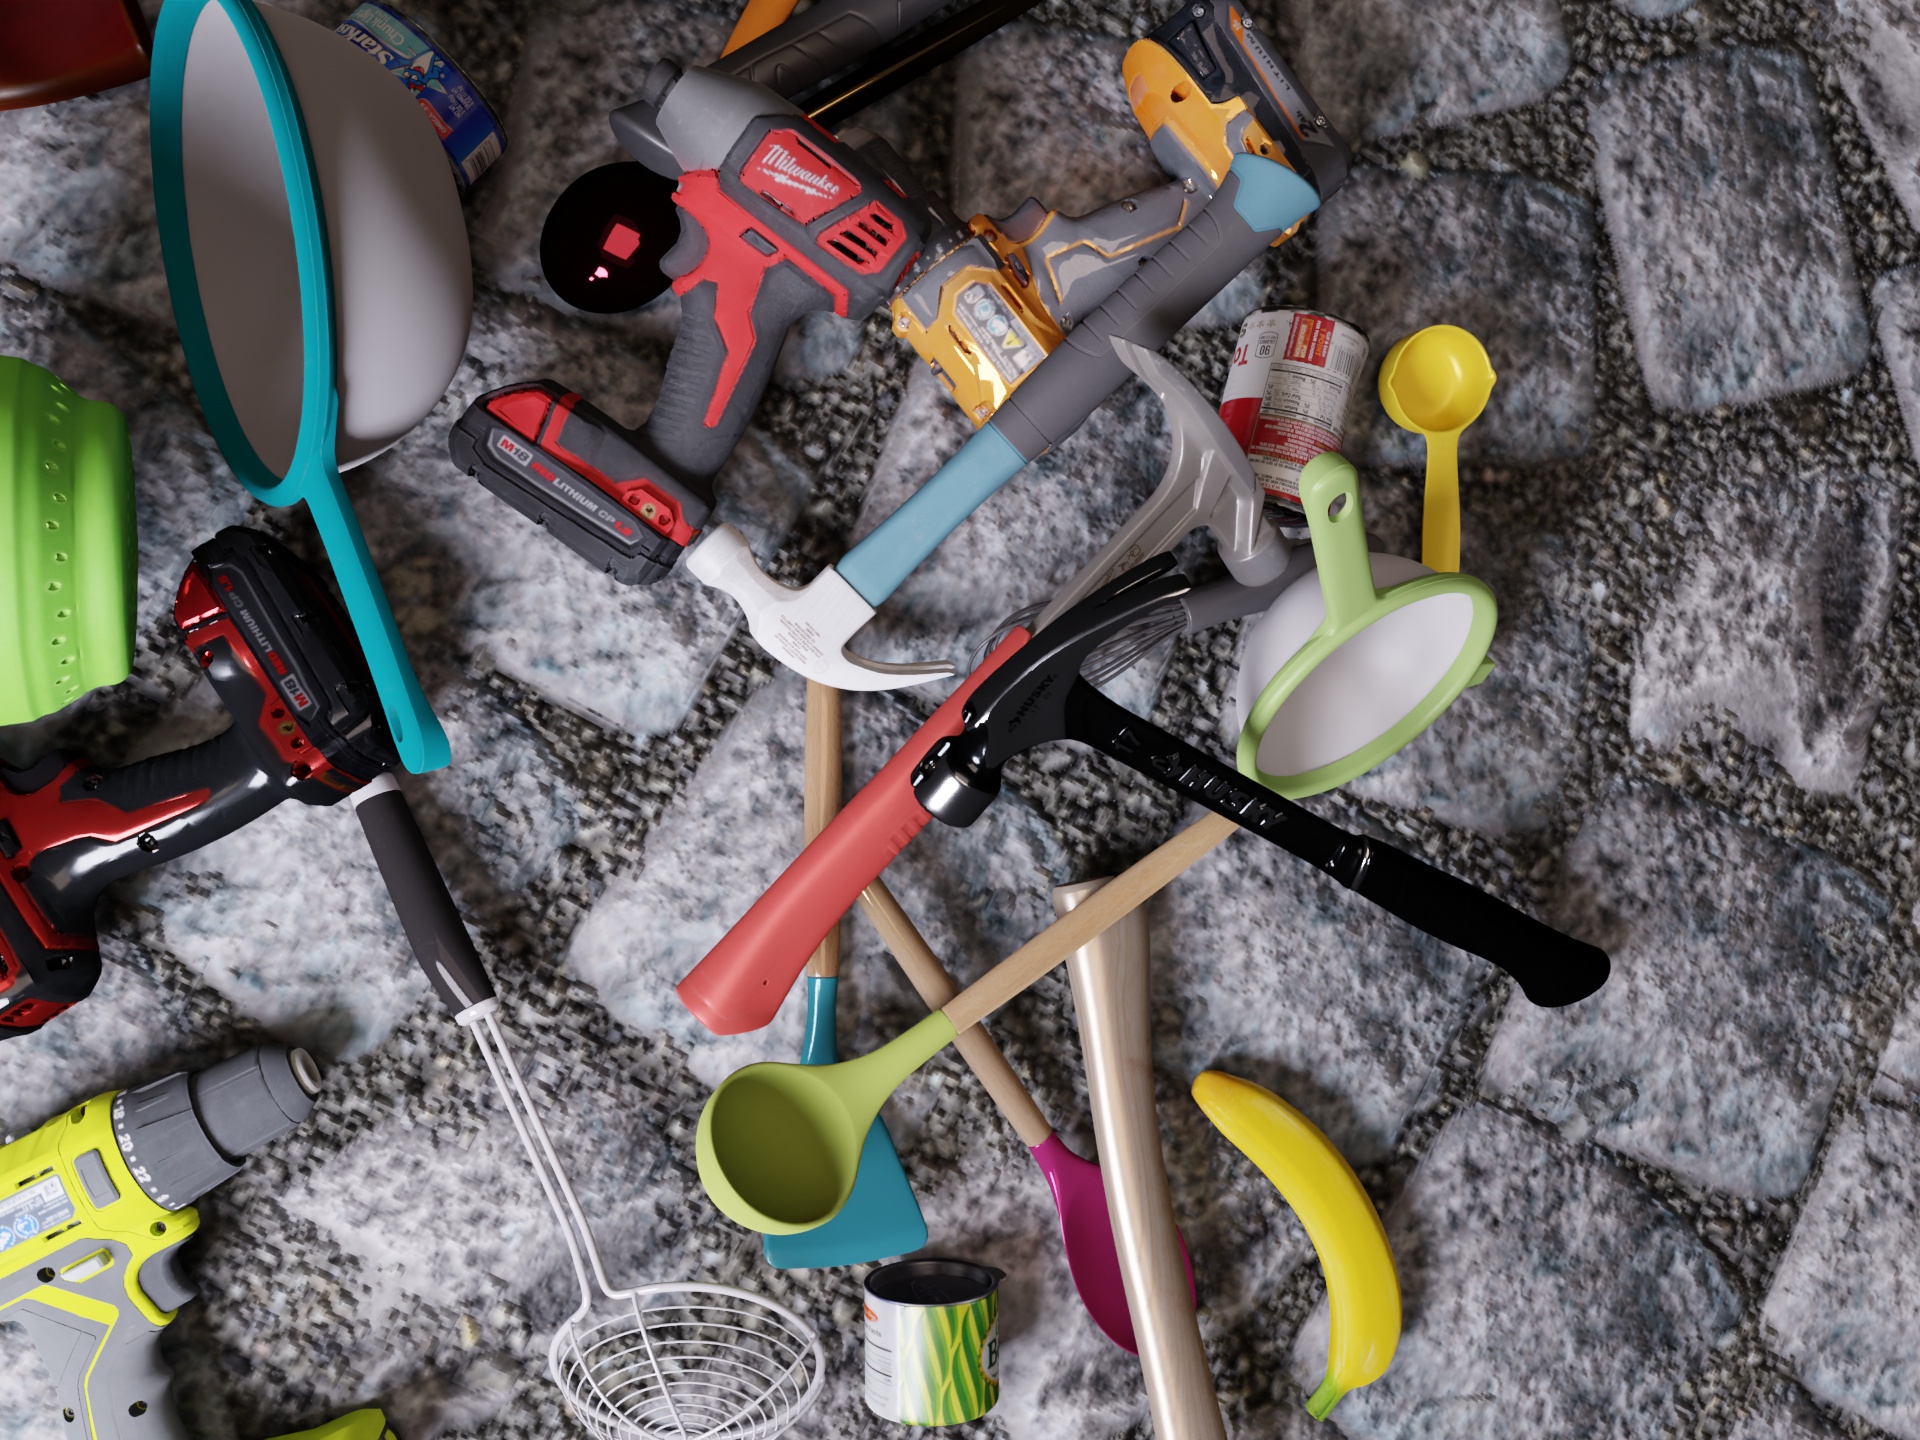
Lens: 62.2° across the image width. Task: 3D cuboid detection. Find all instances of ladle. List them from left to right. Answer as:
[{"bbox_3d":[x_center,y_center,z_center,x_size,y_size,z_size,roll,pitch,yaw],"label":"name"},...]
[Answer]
[{"bbox_3d":[-0.072,-0.302,0.797,0.315,0.031,0.069,-35,93,-11],"label":"ladle"},{"bbox_3d":[0.018,0.125,0.746,0.320,0.062,0.078,-34,82,-14],"label":"ladle"}]

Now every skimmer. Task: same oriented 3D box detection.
[{"bbox_3d":[-0.188,0.188,0.758,0.127,0.090,0.363,-30,82,18],"label":"skimmer"}]

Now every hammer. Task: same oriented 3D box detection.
[{"bbox_3d":[-0.025,-0.366,0.785,0.335,0.035,0.146,-35,88,-13],"label":"hammer"},{"bbox_3d":[-0.001,-0.002,0.729,0.359,0.037,0.149,-46,127,-3],"label":"hammer"},{"bbox_3d":[0.032,-0.142,0.749,0.331,0.033,0.128,-43,101,7],"label":"hammer"},{"bbox_3d":[0.091,0.283,0.784,0.146,0.038,0.411,-9,86,-32],"label":"hammer"},{"bbox_3d":[0.179,0.057,0.760,0.408,0.036,0.149,26,116,-29],"label":"hammer"}]

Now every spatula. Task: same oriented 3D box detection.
[{"bbox_3d":[-0.062,0.100,0.780,0.082,0.044,0.317,0,87,-23],"label":"spatula"}]

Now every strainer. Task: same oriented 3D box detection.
[{"bbox_3d":[-0.243,-0.144,0.667,0.095,0.211,0.340,-16,78,-36],"label":"strainer"},{"bbox_3d":[0.172,-0.058,0.755,0.151,0.256,0.069,-33,56,-1],"label":"strainer"}]

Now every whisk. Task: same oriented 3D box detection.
[{"bbox_3d":[0.114,-0.058,0.816,0.239,0.055,0.055,-19,92,-15],"label":"whisk"}]

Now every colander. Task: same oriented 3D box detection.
[{"bbox_3d":[-0.384,-0.145,0.636,0.094,0.204,0.397,-1,70,-26],"label":"colander"}]

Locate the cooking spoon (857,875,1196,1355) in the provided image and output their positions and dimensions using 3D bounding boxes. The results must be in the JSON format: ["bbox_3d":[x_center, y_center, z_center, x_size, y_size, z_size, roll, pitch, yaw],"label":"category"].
[{"bbox_3d":[0.026,0.188,0.793,0.069,0.017,0.318,-39,102,-30],"label":"cooking spoon"}]

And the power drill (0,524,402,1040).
[{"bbox_3d":[-0.382,0.006,0.703,0.226,0.080,0.188,-35,82,-7],"label":"power drill"}]

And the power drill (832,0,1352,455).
[{"bbox_3d":[0.056,-0.263,0.794,0.226,0.084,0.185,-40,96,-4],"label":"power drill"}]

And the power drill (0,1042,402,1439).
[{"bbox_3d":[-0.345,0.272,0.709,0.190,0.080,0.228,-26,91,-10],"label":"power drill"}]

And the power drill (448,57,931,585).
[{"bbox_3d":[-0.130,-0.184,0.729,0.143,0.078,0.219,36,96,-12],"label":"power drill"}]

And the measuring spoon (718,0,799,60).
[{"bbox_3d":[-0.101,-0.351,0.799,0.021,0.011,0.117,32,83,-8],"label":"measuring spoon"}]

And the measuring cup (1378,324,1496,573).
[{"bbox_3d":[0.253,-0.133,0.858,0.062,0.029,0.156,-5,101,-11],"label":"measuring cup"}]
